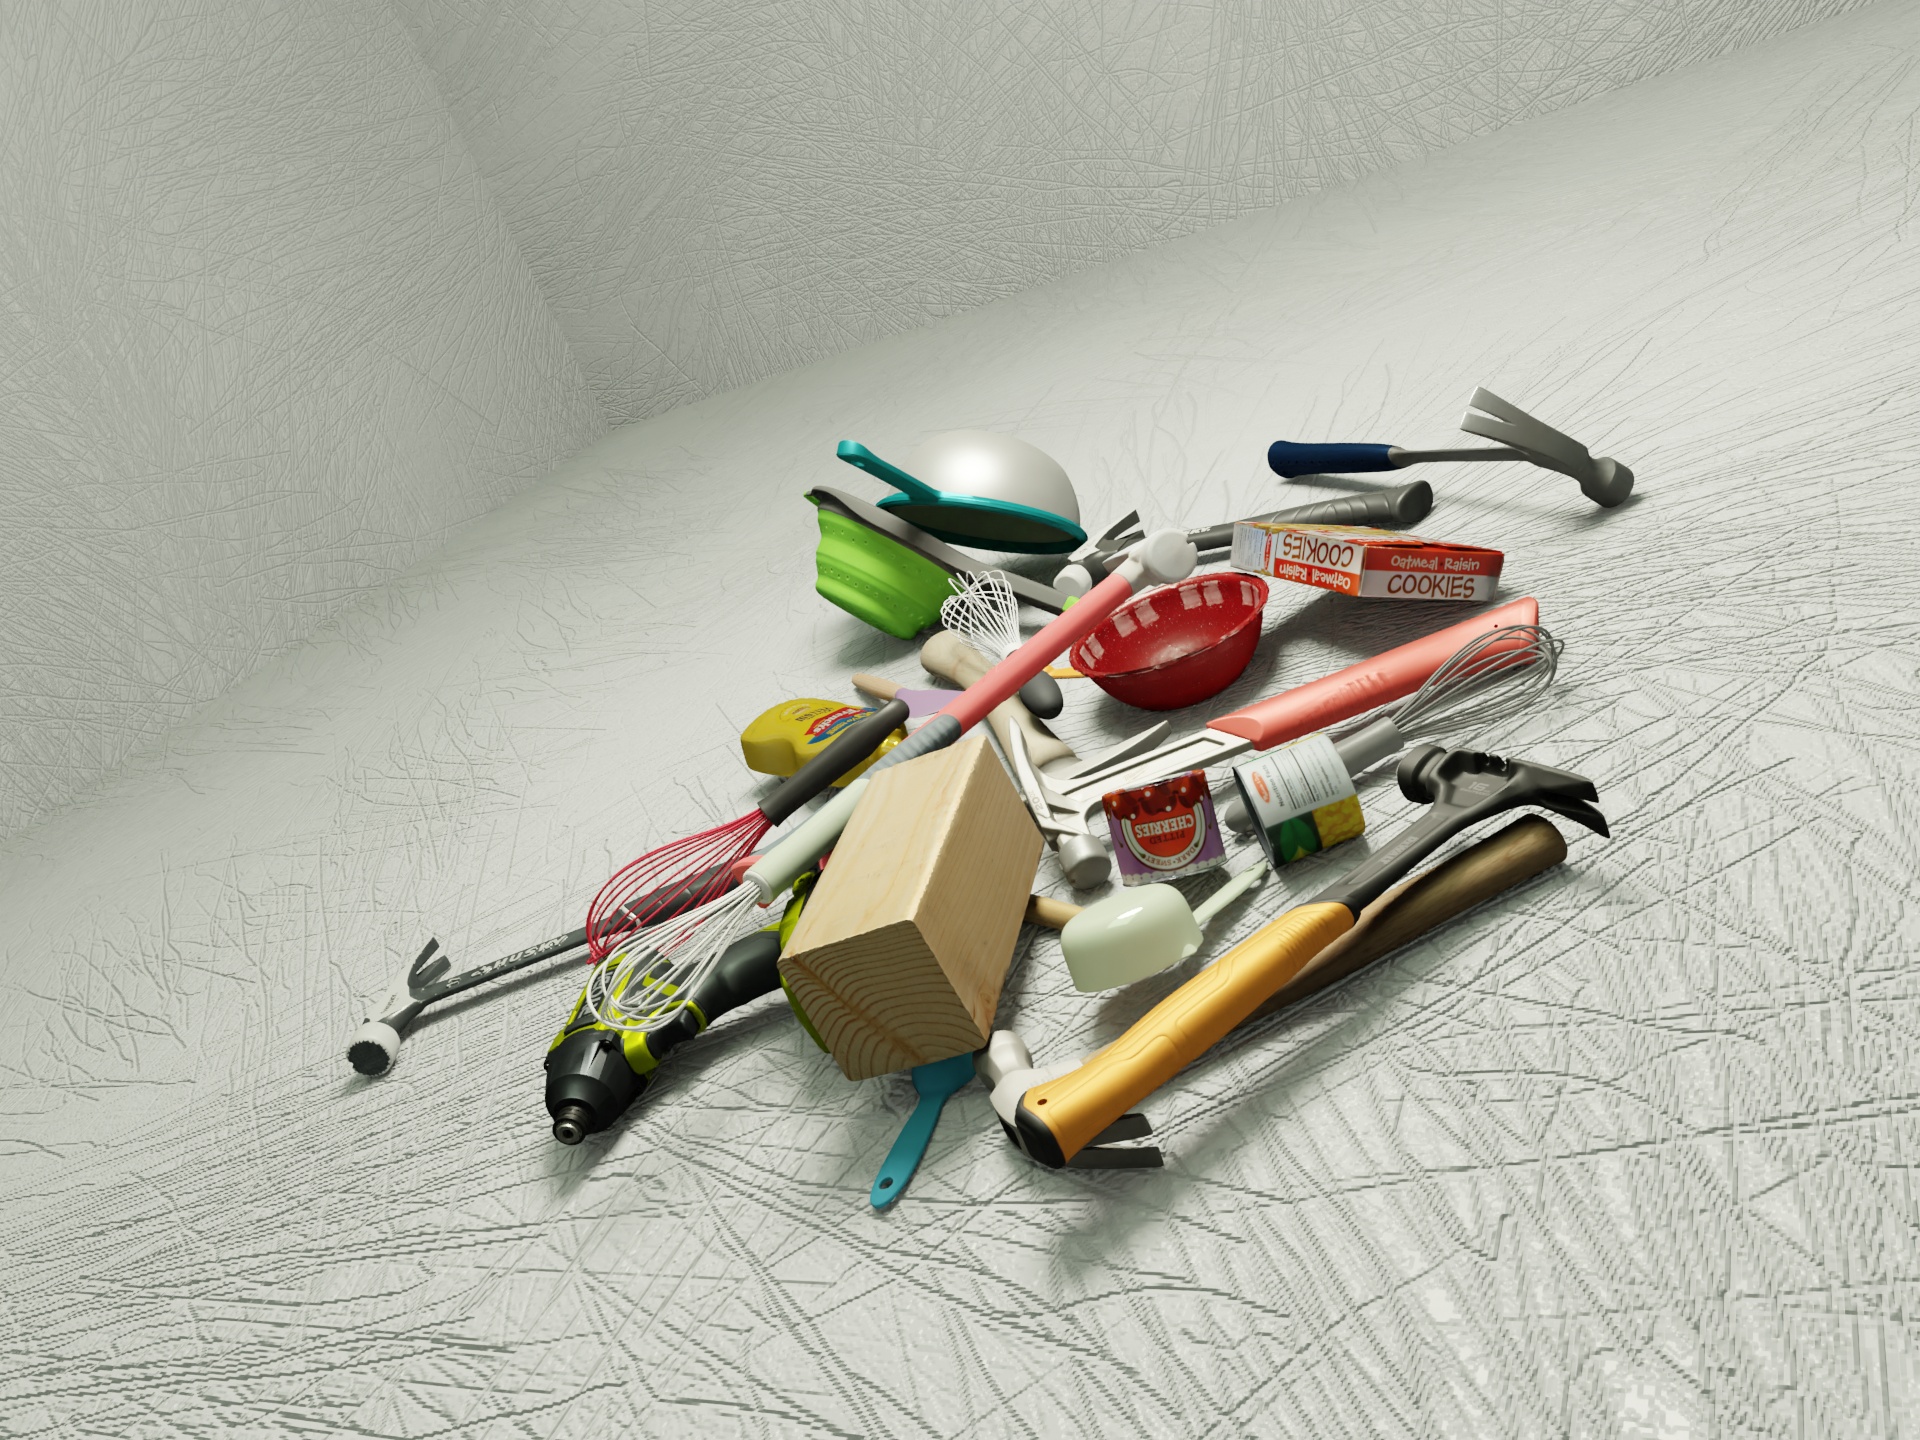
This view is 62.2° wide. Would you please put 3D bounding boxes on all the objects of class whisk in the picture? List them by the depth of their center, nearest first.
[{"bbox_3d":[-0.131,0.107,0.977,0.059,0.057,0.246,28,47,25],"label":"whisk"},{"bbox_3d":[0.271,0.008,0.996,0.239,0.055,0.055,-29,22,0],"label":"whisk"},{"bbox_3d":[-0.154,0.080,1.146,0.296,0.073,0.073,-39,23,-2],"label":"whisk"},{"bbox_3d":[0.038,-0.063,1.294,0.070,0.070,0.285,-25,26,-2],"label":"whisk"}]

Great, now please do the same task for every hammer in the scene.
[{"bbox_3d":[0.168,0.114,0.791,0.337,0.034,0.127,-33,22,-21],"label":"hammer"},{"bbox_3d":[0.169,0.135,0.829,0.331,0.031,0.130,-27,22,-6],"label":"hammer"},{"bbox_3d":[0.213,-0.008,1.062,0.359,0.036,0.149,-22,43,0],"label":"hammer"},{"bbox_3d":[-0.002,-0.004,1.128,0.386,0.038,0.143,-39,6,-11],"label":"hammer"},{"bbox_3d":[-0.271,0.158,1.230,0.409,0.036,0.149,-21,21,7],"label":"hammer"},{"bbox_3d":[0.044,-0.013,1.290,0.146,0.038,0.411,-25,22,-4],"label":"hammer"},{"bbox_3d":[0.377,-0.228,1.355,0.035,0.144,0.406,-67,21,0],"label":"hammer"},{"bbox_3d":[0.255,-0.171,1.425,0.335,0.035,0.146,-8,25,34],"label":"hammer"}]

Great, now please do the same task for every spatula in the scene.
[{"bbox_3d":[-0.054,-0.024,1.373,0.060,0.018,0.316,-18,10,-14],"label":"spatula"}]

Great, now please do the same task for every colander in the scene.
[{"bbox_3d":[-0.022,-0.116,1.512,0.397,0.204,0.094,26,87,43],"label":"colander"}]

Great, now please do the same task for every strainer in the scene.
[{"bbox_3d":[-0.007,-0.240,1.504,0.211,0.095,0.340,6,-6,32],"label":"strainer"}]

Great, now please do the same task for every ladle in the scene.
[{"bbox_3d":[0.011,0.113,1.051,0.069,0.031,0.315,-40,29,-29],"label":"ladle"}]

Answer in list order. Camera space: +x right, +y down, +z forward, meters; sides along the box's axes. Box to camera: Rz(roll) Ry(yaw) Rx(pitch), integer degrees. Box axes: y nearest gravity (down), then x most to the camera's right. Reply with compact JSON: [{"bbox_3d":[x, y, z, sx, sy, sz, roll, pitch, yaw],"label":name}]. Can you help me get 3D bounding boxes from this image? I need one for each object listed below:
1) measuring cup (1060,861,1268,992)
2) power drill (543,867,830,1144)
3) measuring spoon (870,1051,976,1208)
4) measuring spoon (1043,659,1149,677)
[{"bbox_3d":[0.121,0.102,0.904,0.167,0.038,0.083,-27,4,-42],"label":"measuring cup"},{"bbox_3d":[-0.153,0.181,1.006,0.223,0.080,0.171,-23,21,14],"label":"power drill"},{"bbox_3d":[-0.025,0.212,0.865,0.042,0.021,0.129,-13,24,27],"label":"measuring spoon"},{"bbox_3d":[0.108,-0.046,1.329,0.117,0.011,0.021,-5,29,40],"label":"measuring spoon"}]
